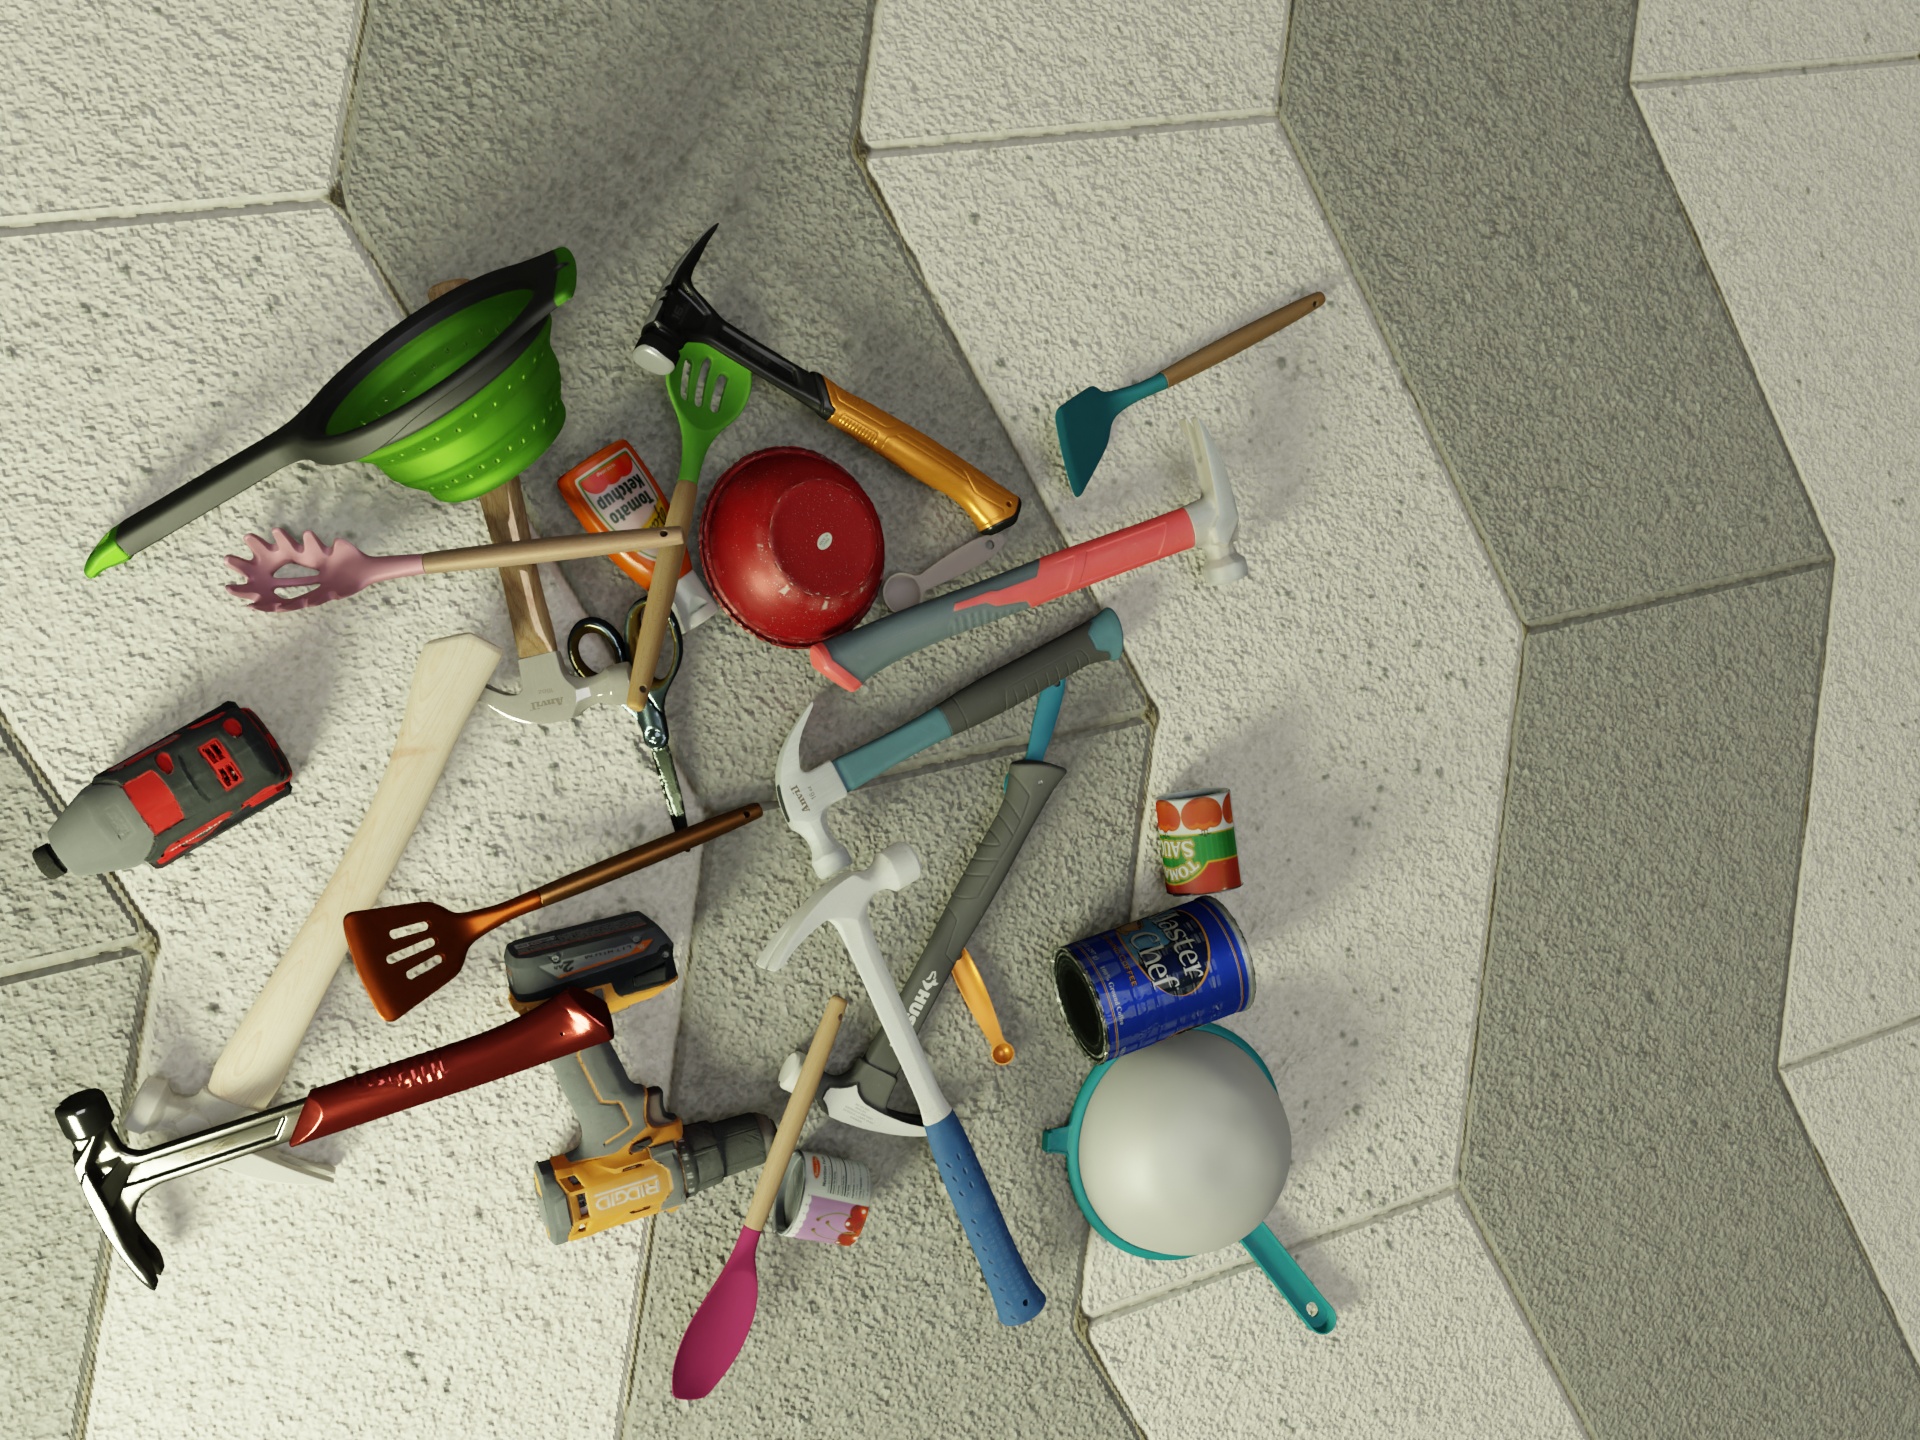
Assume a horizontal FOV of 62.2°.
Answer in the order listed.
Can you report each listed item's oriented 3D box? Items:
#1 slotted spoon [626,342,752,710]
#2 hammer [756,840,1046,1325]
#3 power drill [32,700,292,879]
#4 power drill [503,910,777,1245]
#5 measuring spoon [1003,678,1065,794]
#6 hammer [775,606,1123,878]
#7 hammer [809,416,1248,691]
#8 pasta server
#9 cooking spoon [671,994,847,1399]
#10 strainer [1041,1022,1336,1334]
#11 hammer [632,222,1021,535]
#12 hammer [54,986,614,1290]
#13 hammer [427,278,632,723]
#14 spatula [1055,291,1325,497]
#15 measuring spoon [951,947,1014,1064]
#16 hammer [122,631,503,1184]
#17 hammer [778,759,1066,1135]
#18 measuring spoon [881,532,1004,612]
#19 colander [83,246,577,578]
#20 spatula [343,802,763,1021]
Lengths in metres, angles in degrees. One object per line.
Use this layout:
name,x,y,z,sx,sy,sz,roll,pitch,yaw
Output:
slotted spoon,-0.212,-0.155,1.191,0.070,0.031,0.314,20,68,-30
hammer,-0.027,0.305,1.249,0.144,0.035,0.405,-29,106,-26
power drill,-0.507,0.048,1.023,0.143,0.220,0.078,-33,101,-17
power drill,-0.240,0.263,1.200,0.185,0.084,0.226,-12,98,-22
measuring spoon,0.070,0.014,1.336,0.042,0.021,0.129,17,83,-19
hammer,-0.002,-0.004,1.297,0.331,0.033,0.128,-28,89,-20
hammer,0.054,-0.126,1.291,0.386,0.038,0.143,-21,103,-18
pasta server,-0.357,-0.117,1.136,0.316,0.040,0.060,-7,80,-4
cooking spoon,-0.149,0.363,1.217,0.068,0.017,0.319,29,79,-49
strainer,0.241,0.416,1.365,0.211,0.095,0.340,-41,102,-15
hammer,-0.088,-0.250,1.256,0.336,0.034,0.127,29,66,-24
hammer,-0.414,0.270,1.097,0.359,0.037,0.149,-17,111,-7
hammer,-0.339,-0.159,1.171,0.130,0.031,0.331,-14,91,-3
spatula,0.201,-0.299,1.370,0.317,0.044,0.082,-31,126,-19
measuring spoon,0.015,0.234,1.328,0.021,0.011,0.117,-25,96,-6
hammer,-0.426,0.129,1.131,0.146,0.038,0.410,28,87,-19
hammer,-0.004,0.180,1.293,0.146,0.035,0.335,31,85,-18
measuring spoon,-0.015,-0.124,1.312,0.124,0.018,0.034,-31,101,-24
colander,-0.411,-0.177,1.094,0.397,0.205,0.094,-29,125,5
spatula,-0.286,0.121,1.171,0.322,0.041,0.081,-22,89,-29
